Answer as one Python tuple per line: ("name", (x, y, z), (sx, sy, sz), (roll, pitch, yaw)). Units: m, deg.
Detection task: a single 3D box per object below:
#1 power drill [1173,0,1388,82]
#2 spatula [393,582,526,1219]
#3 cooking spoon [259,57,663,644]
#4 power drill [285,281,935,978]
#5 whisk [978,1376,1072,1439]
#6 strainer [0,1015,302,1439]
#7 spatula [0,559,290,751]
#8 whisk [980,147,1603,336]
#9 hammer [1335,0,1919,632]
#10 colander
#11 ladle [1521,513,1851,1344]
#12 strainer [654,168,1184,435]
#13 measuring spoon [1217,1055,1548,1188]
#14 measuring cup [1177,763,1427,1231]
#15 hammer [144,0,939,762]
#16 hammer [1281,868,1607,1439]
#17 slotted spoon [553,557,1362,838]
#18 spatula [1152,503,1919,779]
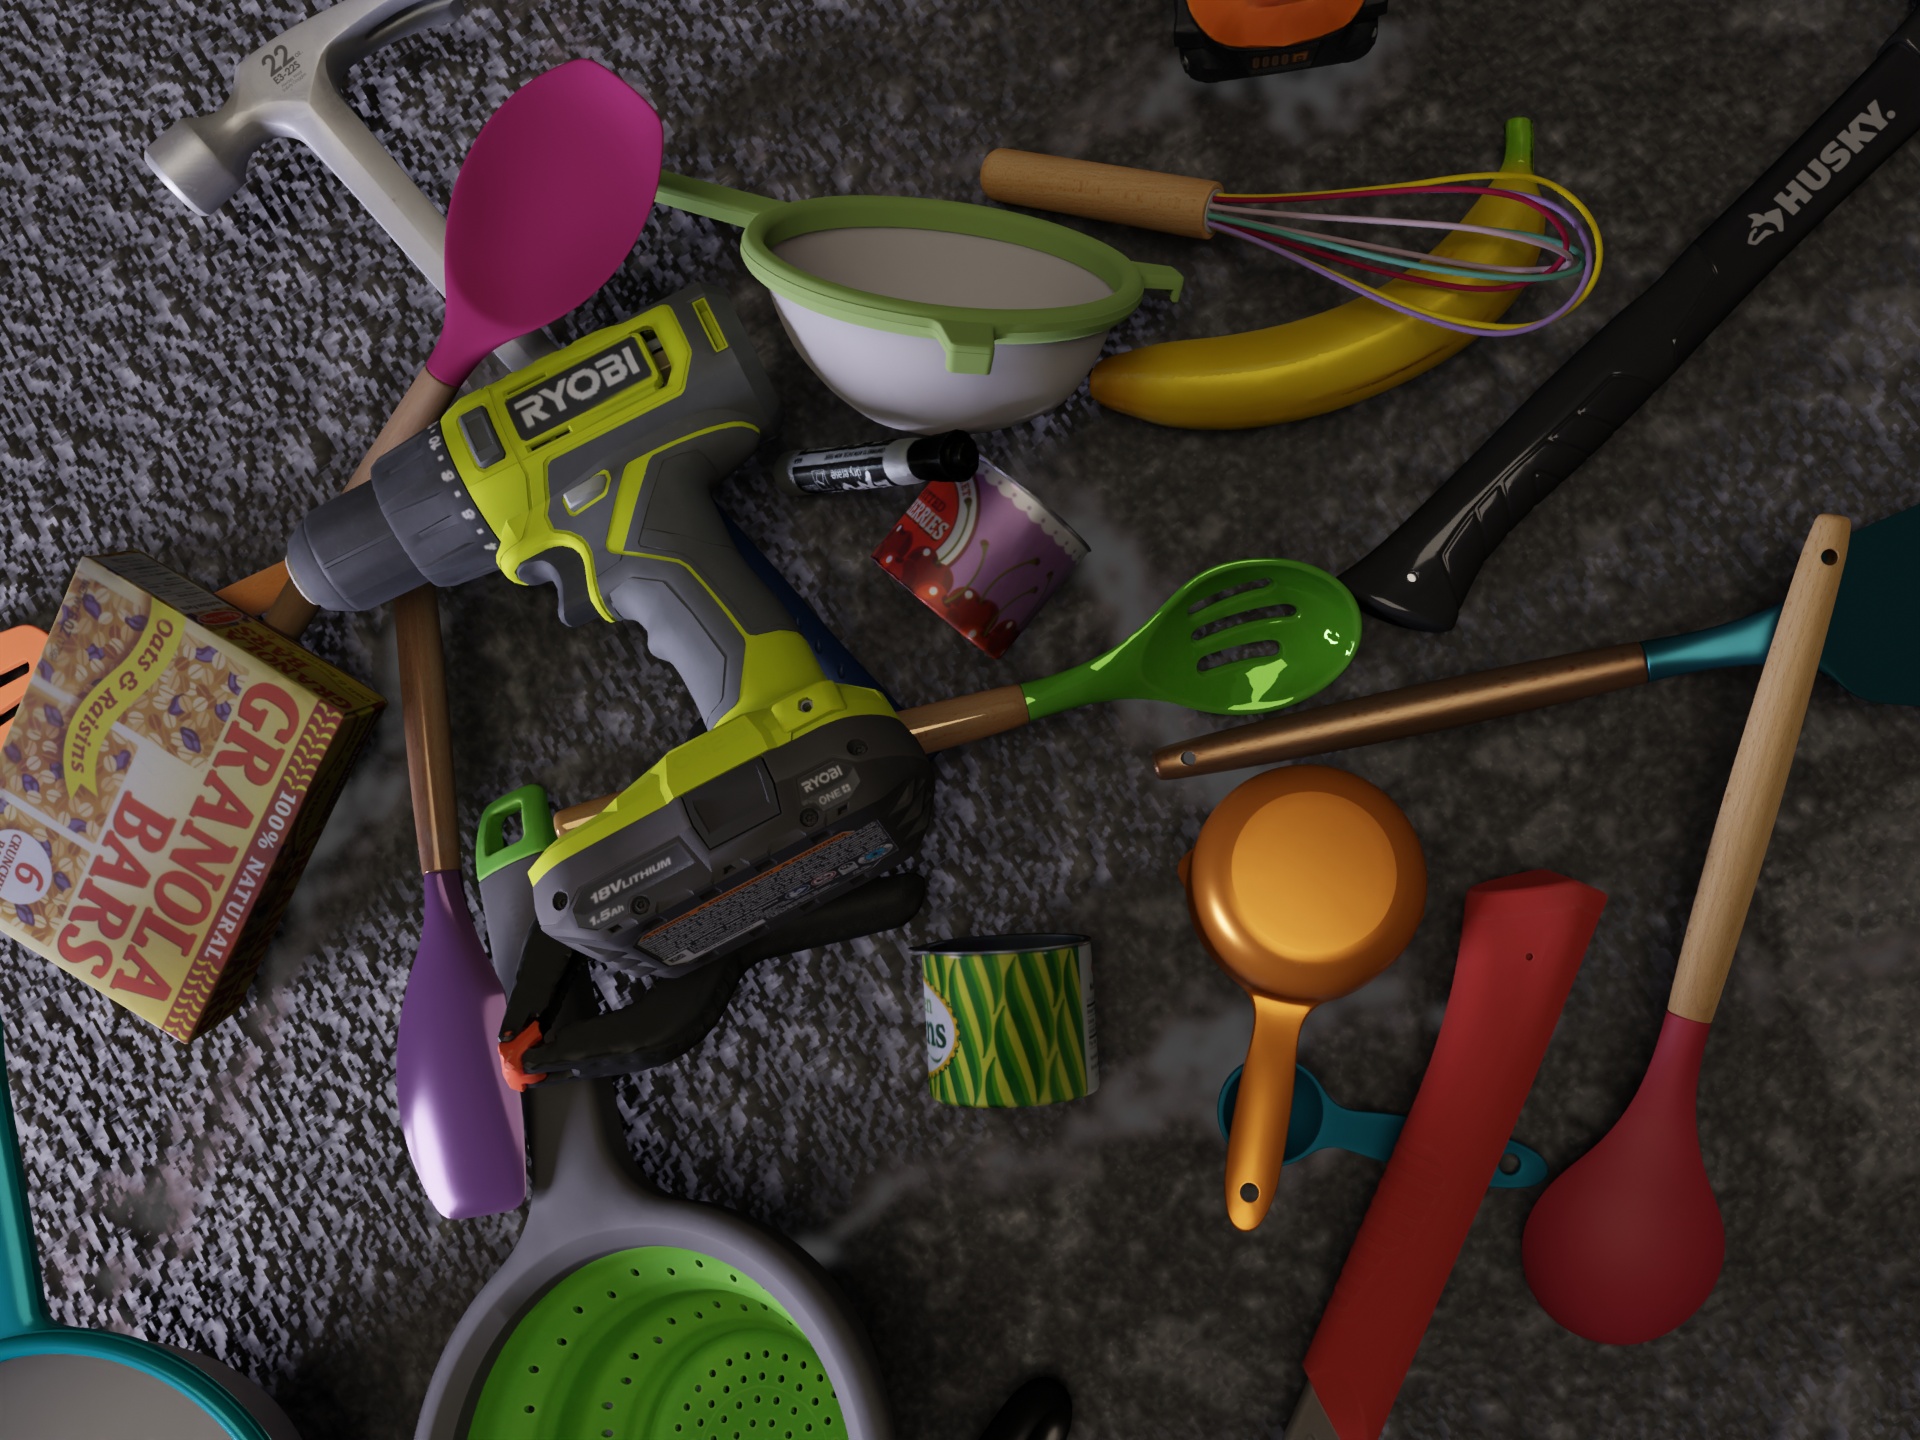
("power drill", (0.108, -0.304, 0.536), (0.084, 0.226, 0.164), (-5, 86, 9))
("spatula", (-0.211, 0.036, 0.635), (0.060, 0.018, 0.316), (-14, 78, 22))
("cooking spoon", (-0.217, -0.117, 0.629), (0.068, 0.017, 0.319), (39, 110, -5))
("power drill", (-0.127, -0.029, 0.569), (0.190, 0.080, 0.229), (-27, 69, -1))
("whisk", (-0.043, 0.375, 0.579), (0.073, 0.073, 0.296), (32, 72, 9))
("strainer", (-0.351, 0.279, 0.645), (0.211, 0.095, 0.340), (-16, 83, 5))
("spatula", (-0.303, -0.053, 0.691), (0.322, 0.041, 0.081), (-23, 85, 3))
("whisk", (0.117, -0.193, 0.600), (0.245, 0.047, 0.051), (19, 54, 26))
("hammer", (0.270, -0.162, 0.602), (0.335, 0.035, 0.146), (-45, 82, 4))
("colander", (-0.119, 0.213, 0.623), (0.204, 0.094, 0.397), (-25, 65, 16))
("ladle", (0.269, 0.081, 0.570), (0.069, 0.031, 0.315), (14, 96, 9))
("strainer", (-0.053, -0.167, 0.630), (0.256, 0.151, 0.069), (24, 125, 26))
("measuring spoon", (0.161, 0.158, 0.614), (0.128, 0.021, 0.042), (13, 91, 0))
("measuring cup", (0.120, 0.099, 0.584), (0.095, 0.052, 0.174), (11, 75, 9))
("hammer", (-0.151, -0.130, 0.650), (0.144, 0.035, 0.405), (-42, 86, -1))
("hammer", (0.160, 0.226, 0.585), (0.149, 0.037, 0.359), (23, 92, 1))
("slotted spoon", (-0.001, -0.002, 0.607), (0.313, 0.031, 0.070), (-16, 123, -4))
("spatula", (0.230, -0.014, 0.604), (0.317, 0.044, 0.082), (-12, 87, 11))
